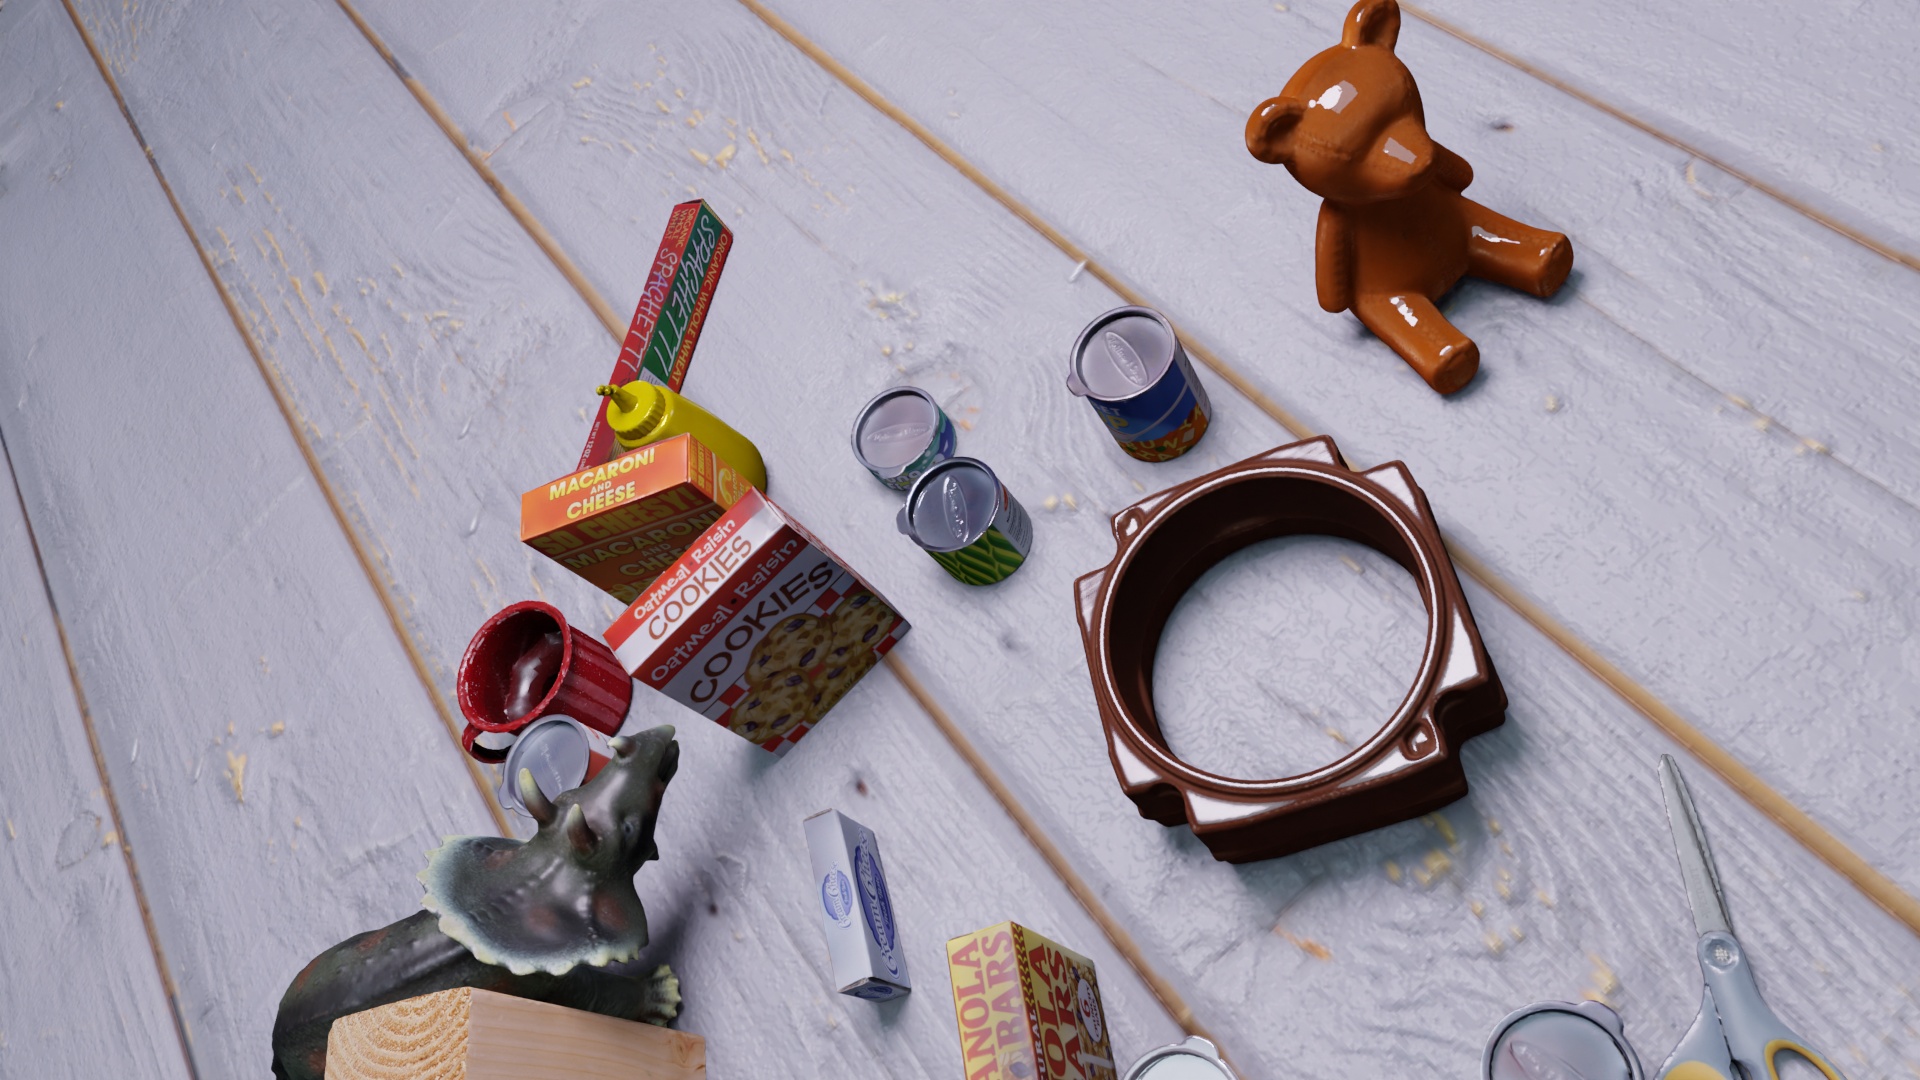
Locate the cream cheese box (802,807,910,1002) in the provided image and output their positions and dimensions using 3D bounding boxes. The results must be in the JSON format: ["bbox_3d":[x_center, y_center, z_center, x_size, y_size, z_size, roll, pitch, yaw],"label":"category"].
[{"bbox_3d":[-0.060,0.212,0.805,0.024,0.053,0.104,-25,57,13],"label":"cream cheese box"}]

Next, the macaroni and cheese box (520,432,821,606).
[{"bbox_3d":[-0.183,0.000,0.902,0.123,0.166,0.040,-18,59,17],"label":"macaroni and cheese box"}]

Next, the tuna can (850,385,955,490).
[{"bbox_3d":[-0.038,-0.067,0.948,0.071,0.032,0.071,-11,61,21],"label":"tuna can"}]

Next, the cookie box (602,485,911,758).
[{"bbox_3d":[-0.118,0.054,0.843,0.123,0.167,0.040,-45,55,0],"label":"cookie box"}]

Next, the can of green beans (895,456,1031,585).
[{"bbox_3d":[0.005,-0.011,0.883,0.071,0.057,0.071,-11,61,21],"label":"can of green beans"}]

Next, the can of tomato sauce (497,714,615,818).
[{"bbox_3d":[-0.245,0.159,0.903,0.071,0.083,0.071,-11,61,21],"label":"can of tomato sauce"}]

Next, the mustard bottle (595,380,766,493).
[{"bbox_3d":[-0.194,-0.069,0.946,0.065,0.160,0.049,-13,61,20],"label":"mustard bottle"}]

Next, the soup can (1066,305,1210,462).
[{"bbox_3d":[0.110,-0.094,0.859,0.071,0.083,0.071,-11,61,21],"label":"soup can"}]

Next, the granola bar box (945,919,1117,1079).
[{"bbox_3d":[0.045,0.282,0.676,0.039,0.124,0.166,-20,58,16],"label":"granola bar box"}]

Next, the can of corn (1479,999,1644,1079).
[{"bbox_3d":[0.273,0.243,0.625,0.071,0.058,0.071,-11,61,21],"label":"can of corn"}]

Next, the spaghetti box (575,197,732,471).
[{"bbox_3d":[-0.233,-0.147,1.071,0.028,0.050,0.251,3,67,27],"label":"spaghetti box"}]

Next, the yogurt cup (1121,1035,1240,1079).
[{"bbox_3d":[0.115,0.285,0.683,0.072,0.054,0.072,-11,61,21],"label":"yogurt cup"}]
